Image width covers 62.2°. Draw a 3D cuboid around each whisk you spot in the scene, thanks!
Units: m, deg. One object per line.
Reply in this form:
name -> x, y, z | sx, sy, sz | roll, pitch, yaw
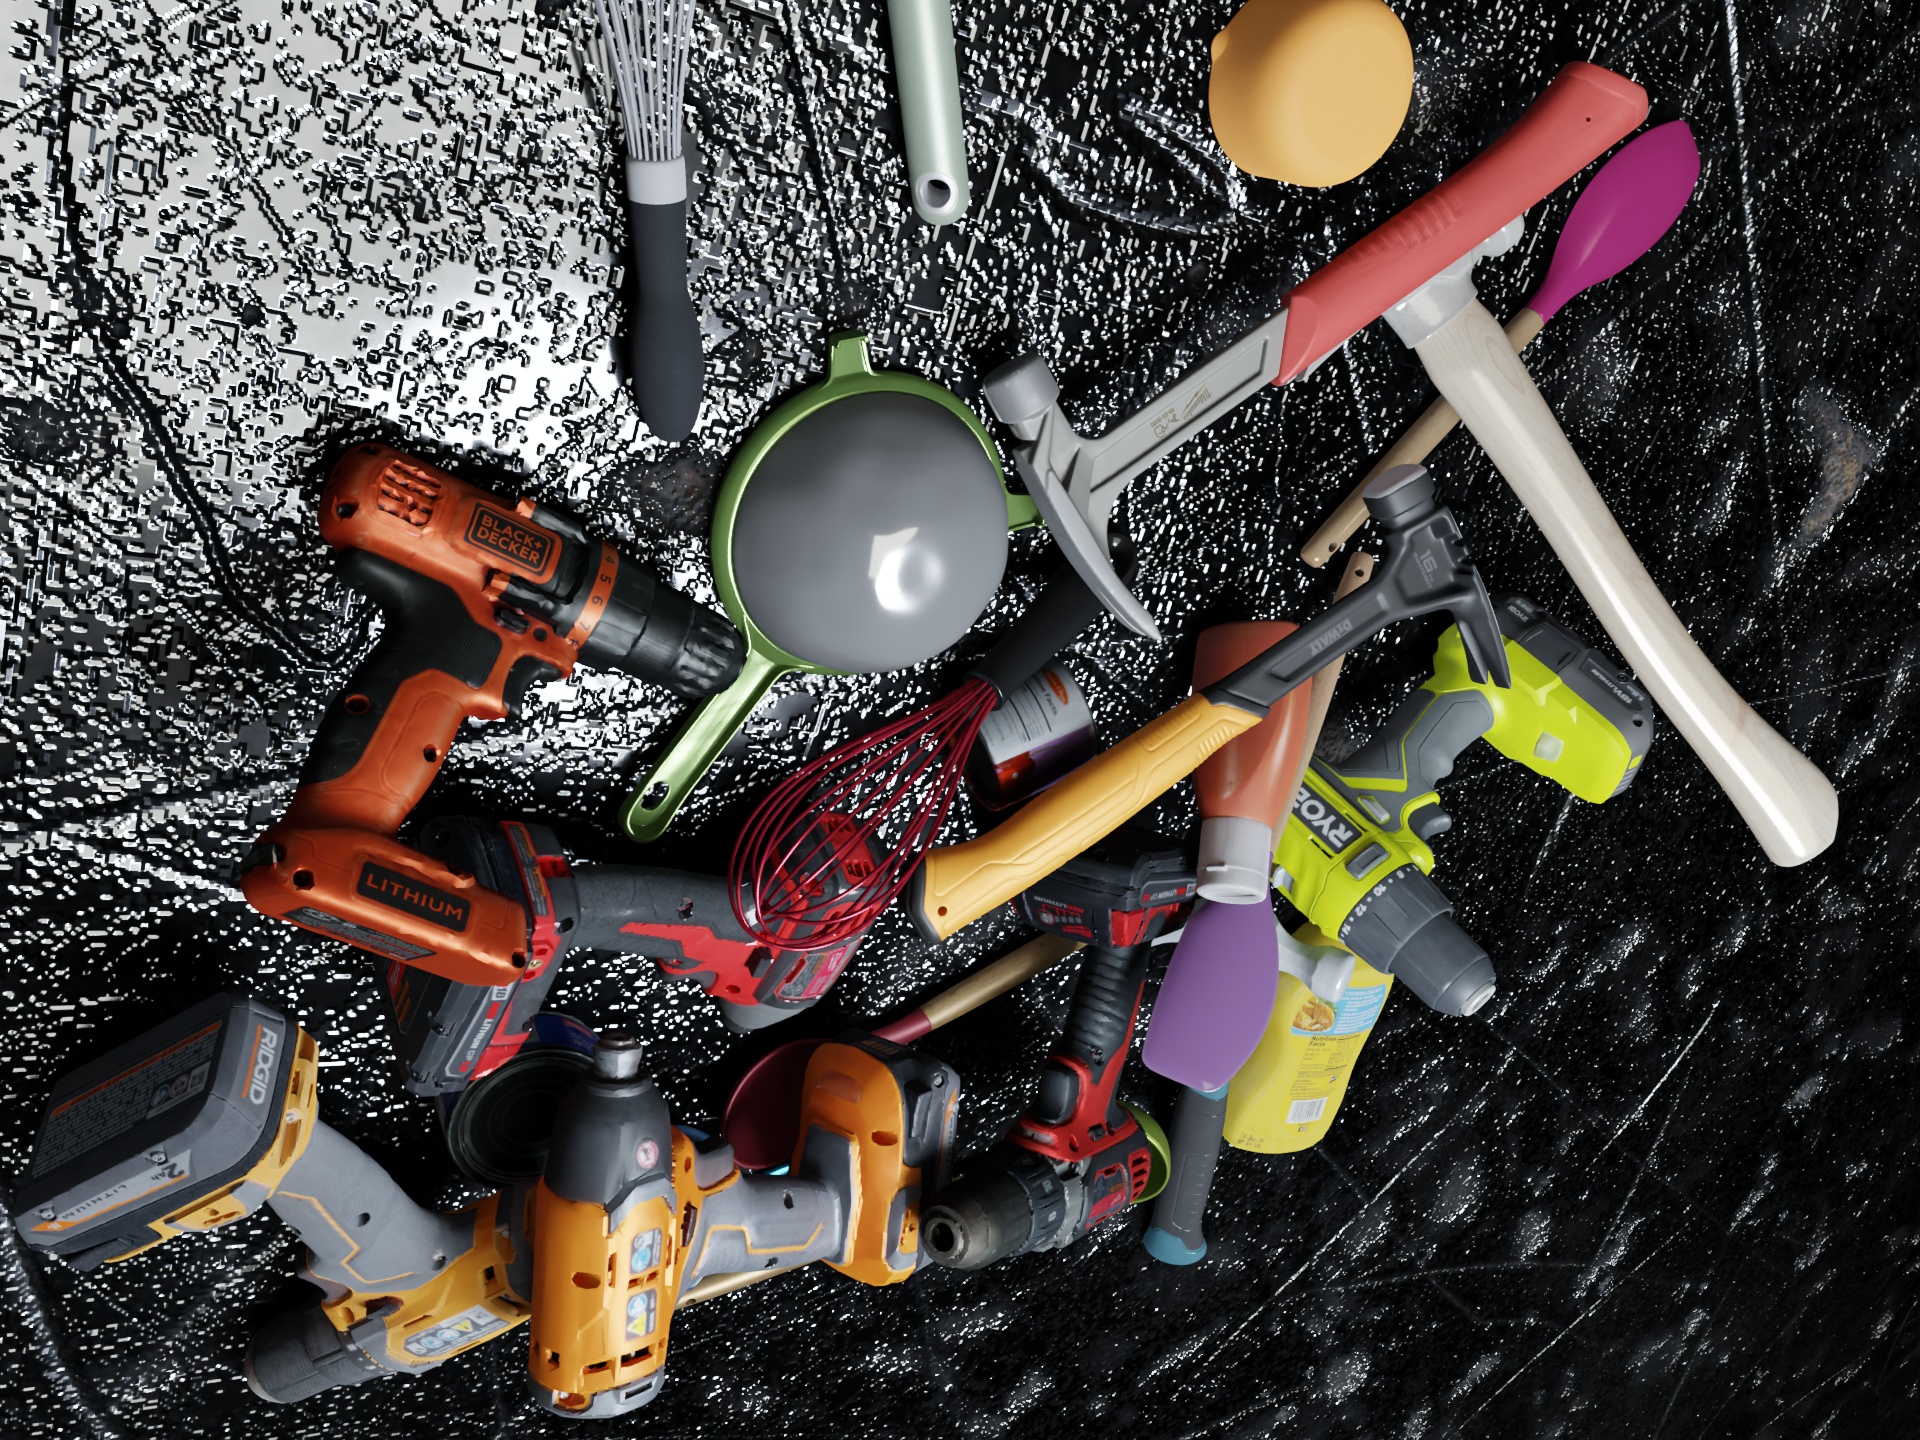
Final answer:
whisk -> -0.020, -0.312, 0.614 | 0.058, 0.059, 0.246 | 0, 128, 10
whisk -> -0.115, -0.236, 0.594 | 0.070, 0.070, 0.284 | -15, 128, -24
whisk -> -0.001, -0.002, 0.740 | 0.296, 0.073, 0.073 | -46, 134, -32

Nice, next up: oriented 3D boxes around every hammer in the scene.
hammer -> 0.154, 0.238, 0.999 | 0.033, 0.128, 0.330 | -44, 148, -43
hammer -> 0.188, -0.195, 0.767 | 0.359, 0.037, 0.149 | -36, 111, -7
hammer -> 0.339, -0.076, 0.852 | 0.146, 0.038, 0.410 | -40, 102, -5
hammer -> 0.118, 0.011, 0.785 | 0.337, 0.034, 0.127 | -33, 107, -9

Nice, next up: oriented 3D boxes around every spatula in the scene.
spatula -> 0.174, 0.048, 0.866 | 0.060, 0.018, 0.316 | 21, 74, 2

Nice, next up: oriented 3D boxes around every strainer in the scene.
strainer -> -0.065, -0.036, 0.725 | 0.151, 0.069, 0.256 | 36, 93, -40

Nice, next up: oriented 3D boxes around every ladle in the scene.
ladle -> 0.002, 0.157, 0.905 | 0.315, 0.031, 0.069 | -27, 121, -18
ladle -> -0.020, 0.300, 0.956 | 0.320, 0.062, 0.078 | -15, 128, -21

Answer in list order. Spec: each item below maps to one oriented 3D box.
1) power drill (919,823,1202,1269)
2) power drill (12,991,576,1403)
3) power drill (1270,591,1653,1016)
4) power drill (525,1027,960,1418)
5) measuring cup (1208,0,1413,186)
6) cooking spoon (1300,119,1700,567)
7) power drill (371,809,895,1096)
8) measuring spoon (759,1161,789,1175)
power drill -> 0.053, 0.171, 0.839 | 0.187, 0.080, 0.226 | 1, 100, -58
power drill -> -0.305, 0.232, 0.717 | 0.185, 0.084, 0.226 | -28, 131, 13
power drill -> 0.280, 0.044, 0.907 | 0.228, 0.191, 0.080 | -34, 150, -17
power drill -> -0.102, 0.215, 0.763 | 0.226, 0.084, 0.164 | -4, 100, -48
measuring cup -> 0.180, -0.327, 0.717 | 0.095, 0.052, 0.173 | 11, 112, -35
cooking spoon -> 0.301, -0.205, 0.882 | 0.319, 0.017, 0.068 | -47, 129, 0
power drill -> -0.149, 0.107, 0.745 | 0.219, 0.079, 0.143 | 1, 136, -37
measuring spoon -> -0.140, 0.286, 0.894 | 0.128, 0.021, 0.042 | -26, 127, -15
